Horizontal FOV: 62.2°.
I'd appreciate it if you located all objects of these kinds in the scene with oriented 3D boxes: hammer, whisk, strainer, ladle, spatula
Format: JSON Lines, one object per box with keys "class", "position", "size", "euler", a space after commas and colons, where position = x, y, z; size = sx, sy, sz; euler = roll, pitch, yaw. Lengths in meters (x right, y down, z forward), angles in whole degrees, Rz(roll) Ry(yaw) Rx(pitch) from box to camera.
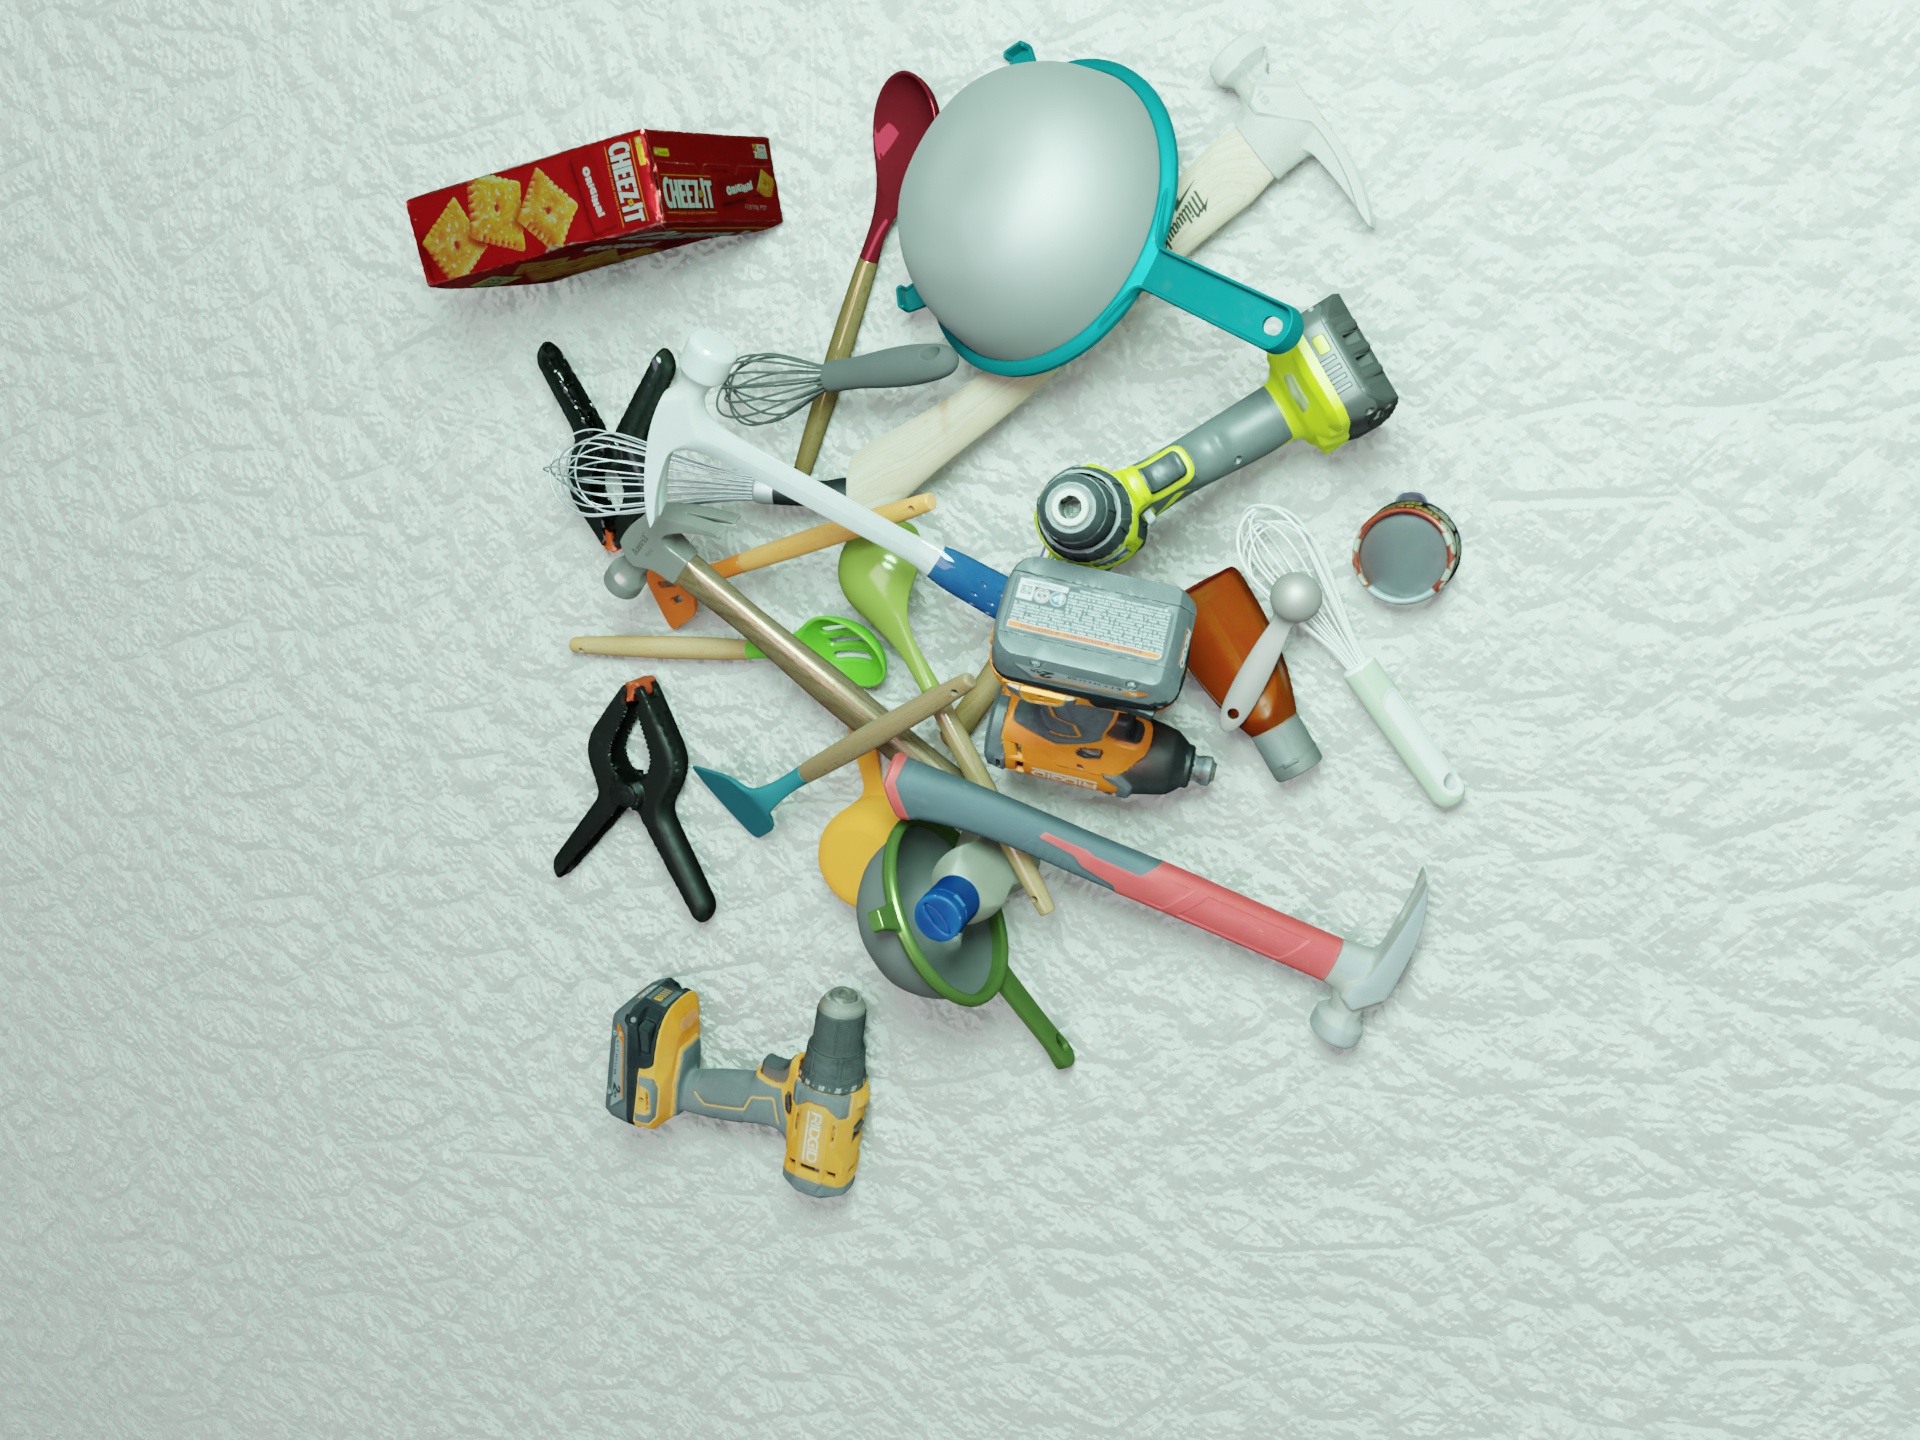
{"class": "hammer", "position": [-0.029, -0.112, 1.101], "size": [0.405, 0.035, 0.144], "euler": [28, 126, -10]}
{"class": "whisk", "position": [-0.093, -0.245, 1.143], "size": [0.239, 0.055, 0.055], "euler": [3, 107, 42]}
{"class": "strainer", "position": [-0.003, 0.187, 1.216], "size": [0.069, 0.152, 0.256], "euler": [-24, 119, 26]}
{"class": "hammer", "position": [-0.118, -0.043, 1.208], "size": [0.331, 0.031, 0.130], "euler": [40, 137, -6]}
{"class": "hammer", "position": [0.132, 0.098, 1.126], "size": [0.386, 0.038, 0.143], "euler": [23, 113, 2]}
{"class": "ladle", "position": [-0.002, -0.004, 1.184], "size": [0.078, 0.062, 0.320], "euler": [-29, 88, 42]}
{"class": "ladle", "position": [-0.075, -0.311, 1.162], "size": [0.069, 0.031, 0.315], "euler": [40, 122, 34]}
{"class": "spatula", "position": [-0.099, 0.023, 1.218], "size": [0.317, 0.044, 0.082], "euler": [-28, 109, 39]}
{"class": "strainer", "position": [0.065, -0.303, 0.976], "size": [0.341, 0.095, 0.211], "euler": [41, 111, 41]}
{"class": "spatula", "position": [-0.142, -0.129, 1.204], "size": [0.322, 0.041, 0.081], "euler": [-12, 109, 37]}
{"class": "whisk", "position": [0.264, -0.043, 1.071], "size": [0.246, 0.058, 0.059], "euler": [54, 154, -2]}
{"class": "whisk", "position": [-0.180, -0.179, 1.208], "size": [0.284, 0.070, 0.070], "euler": [6, 108, 7]}
{"class": "whisk", "position": [0.054, -0.068, 1.166], "size": [0.051, 0.047, 0.245], "euler": [47, 123, 19]}
{"class": "hammer", "position": [0.081, -0.263, 1.082], "size": [0.410, 0.038, 0.146], "euler": [-38, 88, 25]}

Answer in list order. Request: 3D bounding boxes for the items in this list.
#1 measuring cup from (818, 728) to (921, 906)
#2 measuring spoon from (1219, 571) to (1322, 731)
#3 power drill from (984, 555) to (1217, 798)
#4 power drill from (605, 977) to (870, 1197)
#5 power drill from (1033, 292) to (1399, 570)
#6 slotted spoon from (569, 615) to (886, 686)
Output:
{"class": "measuring cup", "position": [-0.078, 0.067, 1.257], "size": [0.095, 0.052, 0.173], "euler": [-5, 104, 26]}
{"class": "measuring spoon", "position": [0.203, -0.042, 1.062], "size": [0.034, 0.018, 0.124], "euler": [28, 116, 9]}
{"class": "power drill", "position": [0.098, -0.014, 1.054], "size": [0.164, 0.226, 0.084], "euler": [13, 68, 7]}
{"class": "power drill", "position": [-0.183, 0.290, 1.358], "size": [0.226, 0.084, 0.185], "euler": [15, 110, 16]}
{"class": "power drill", "position": [0.149, -0.167, 0.988], "size": [0.228, 0.190, 0.080], "euler": [-30, 88, 11]}
{"class": "slotted spoon", "position": [-0.193, -0.060, 1.288], "size": [0.314, 0.031, 0.070], "euler": [2, 134, 27]}
